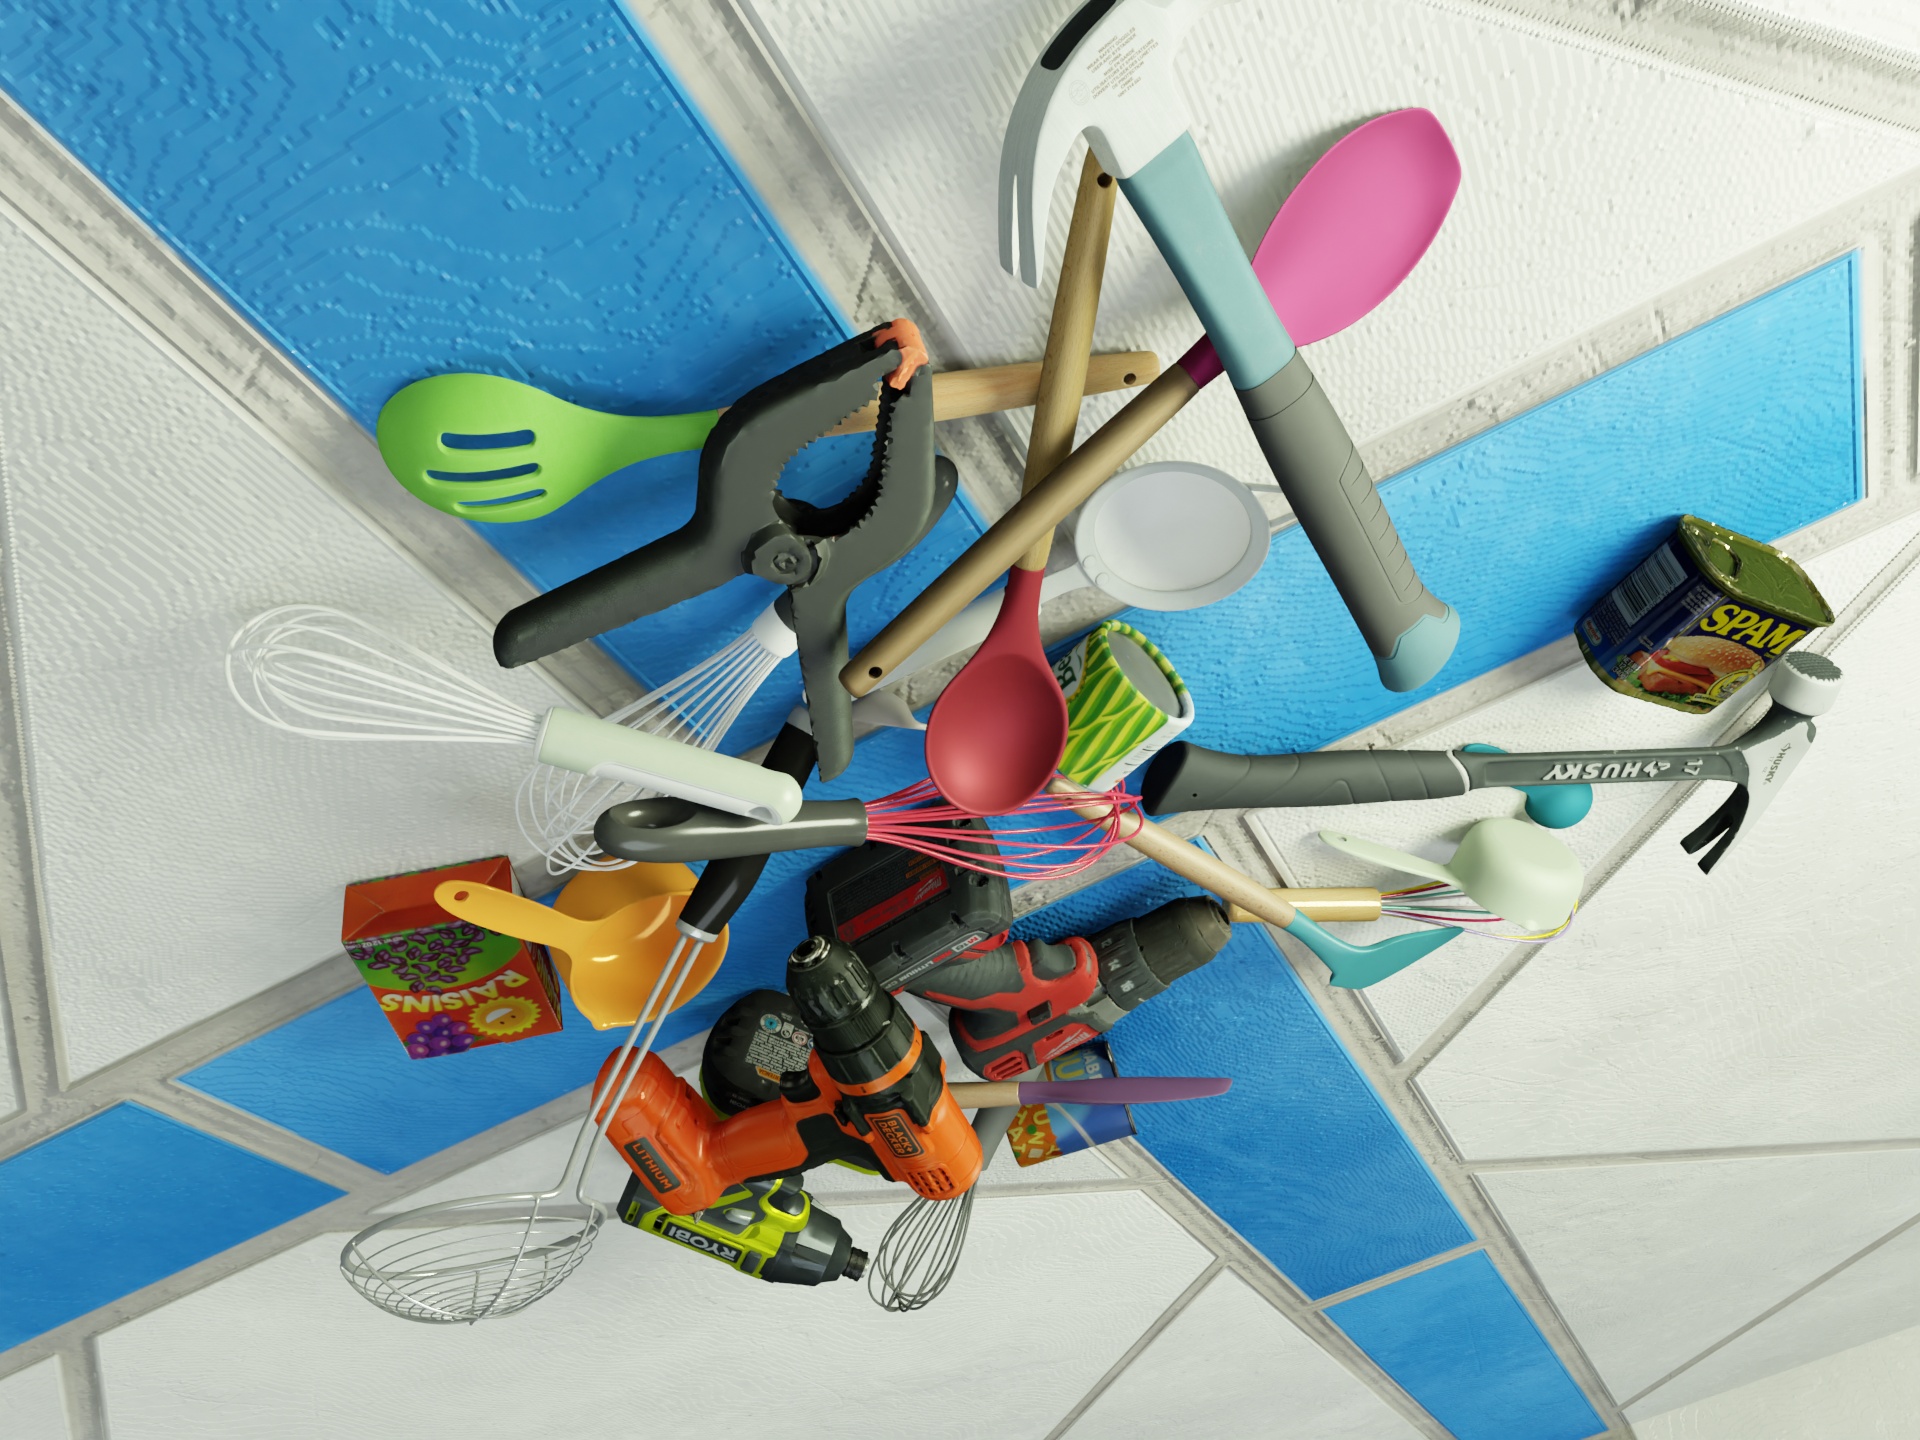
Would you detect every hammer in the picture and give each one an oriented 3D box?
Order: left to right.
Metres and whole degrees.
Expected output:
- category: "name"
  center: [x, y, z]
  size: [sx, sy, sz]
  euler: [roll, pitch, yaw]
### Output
- category: "hammer"
  center: [0.124, -0.128, 0.618]
  size: [0.128, 0.033, 0.330]
  euler: [-38, 127, 2]
- category: "hammer"
  center: [0.300, 0.032, 0.913]
  size: [0.409, 0.036, 0.149]
  euler: [-2, 127, -13]

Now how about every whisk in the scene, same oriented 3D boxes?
- category: "whisk"
  center: [-0.186, 0.004, 0.681]
  size: [0.246, 0.059, 0.057]
  euler: [17, 151, -12]
- category: "whisk"
  center: [-0.102, -0.021, 0.723]
  size: [0.284, 0.070, 0.070]
  euler: [-41, 134, 21]
- category: "whisk"
  center: [-0.033, 0.048, 0.771]
  size: [0.295, 0.073, 0.073]
  euler: [-1, 139, -31]
- category: "whisk"
  center: [0.005, 0.289, 1.051]
  size: [0.055, 0.055, 0.239]
  euler: [23, 96, -37]
- category: "whisk"
  center: [0.284, 0.113, 1.016]
  size: [0.245, 0.051, 0.047]
  euler: [1, 117, -13]

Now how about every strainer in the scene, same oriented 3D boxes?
- category: "strainer"
  center: [0.035, -0.061, 0.730]
  size: [0.258, 0.050, 0.086]
  euler: [-24, 130, 19]

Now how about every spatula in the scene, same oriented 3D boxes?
- category: "spatula"
  center: [0.013, 0.239, 1.011]
  size: [0.316, 0.018, 0.059]
  euler: [-6, 179, 18]
- category: "spatula"
  center: [0.171, 0.098, 0.938]
  size: [0.317, 0.044, 0.082]
  euler: [30, 128, -26]

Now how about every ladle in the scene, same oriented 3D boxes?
- category: "ladle"
  center: [0.032, -0.088, 0.667]
  size: [0.069, 0.031, 0.315]
  euler: [-2, 129, -16]

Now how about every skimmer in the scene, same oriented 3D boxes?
- category: "skimmer"
  center: [-0.178, 0.145, 0.794]
  size: [0.127, 0.090, 0.363]
  euler: [29, 89, -51]

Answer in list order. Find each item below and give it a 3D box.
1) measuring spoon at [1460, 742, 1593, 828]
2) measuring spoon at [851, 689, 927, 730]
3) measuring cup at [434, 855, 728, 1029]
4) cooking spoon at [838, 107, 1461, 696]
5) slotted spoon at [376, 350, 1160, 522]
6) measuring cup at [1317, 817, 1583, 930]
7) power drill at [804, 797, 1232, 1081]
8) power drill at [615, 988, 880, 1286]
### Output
- category: "measuring spoon"
  center: [0.342, 0.041, 0.958]
  size: [0.128, 0.021, 0.042]
  euler: [22, 127, -37]
- category: "measuring spoon"
  center: [-0.001, -0.003, 0.803]
  size: [0.124, 0.034, 0.018]
  euler: [5, 91, -31]
- category: "measuring cup"
  center: [-0.198, 0.096, 0.806]
  size: [0.173, 0.052, 0.095]
  euler: [29, 102, -45]
- category: "cooking spoon"
  center: [0.071, -0.120, 0.633]
  size: [0.319, 0.017, 0.068]
  euler: [-42, 127, 6]
- category: "slotted spoon"
  center: [-0.071, -0.122, 0.635]
  size: [0.313, 0.031, 0.070]
  euler: [-10, 137, -9]
- category: "measuring cup"
  center: [0.300, 0.079, 0.966]
  size: [0.167, 0.083, 0.038]
  euler: [15, 118, -10]
- category: "power drill"
  center: [0.039, 0.128, 0.923]
  size: [0.188, 0.080, 0.226]
  euler: [-31, 141, 18]
- category: "power drill"
  center: [-0.113, 0.280, 1.014]
  size: [0.171, 0.080, 0.223]
  euler: [23, 131, -5]
